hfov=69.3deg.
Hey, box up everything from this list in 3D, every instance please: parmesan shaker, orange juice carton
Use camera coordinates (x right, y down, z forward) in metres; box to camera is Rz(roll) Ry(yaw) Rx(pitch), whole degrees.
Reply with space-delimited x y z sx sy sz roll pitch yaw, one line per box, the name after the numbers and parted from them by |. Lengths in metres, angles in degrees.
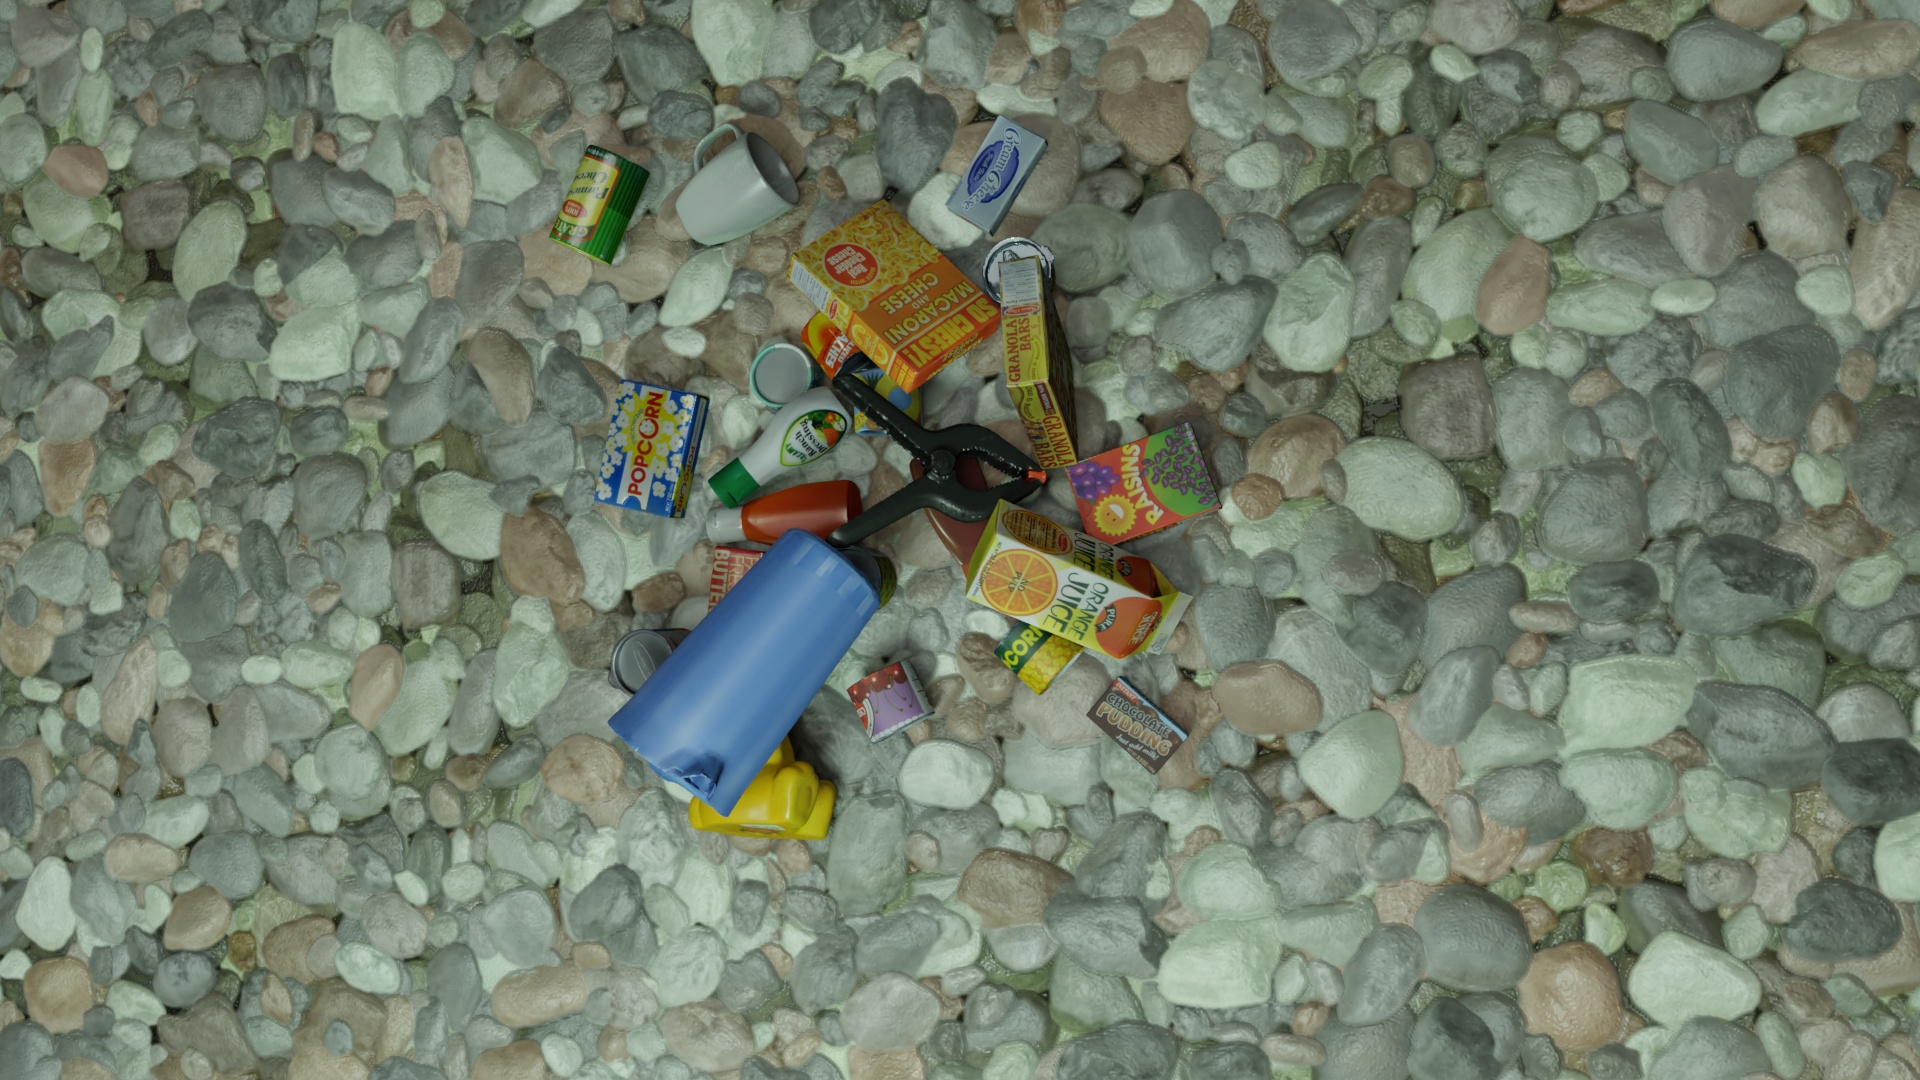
-0.365 -0.338 1.399 0.071 0.071 0.103 24 92 13 | parmesan shaker
0.107 0.042 1.246 0.193 0.073 0.071 22 118 -6 | orange juice carton

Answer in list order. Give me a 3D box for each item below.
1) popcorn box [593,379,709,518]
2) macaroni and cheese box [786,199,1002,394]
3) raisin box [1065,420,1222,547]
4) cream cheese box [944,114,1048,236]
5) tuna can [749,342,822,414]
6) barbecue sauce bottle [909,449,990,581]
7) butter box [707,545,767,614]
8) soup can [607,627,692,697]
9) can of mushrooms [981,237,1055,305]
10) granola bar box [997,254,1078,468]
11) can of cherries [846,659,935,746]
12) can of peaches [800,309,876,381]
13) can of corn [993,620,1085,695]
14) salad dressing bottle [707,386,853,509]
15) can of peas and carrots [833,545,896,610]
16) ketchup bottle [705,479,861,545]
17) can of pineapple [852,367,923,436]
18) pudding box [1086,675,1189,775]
-0.308 -0.092 1.387 0.085 0.038 0.126 12 89 12 | popcorn box
-0.061 -0.231 1.308 0.166 0.040 0.124 45 59 10 | macaroni and cheese box
0.168 -0.048 1.280 0.123 0.040 0.086 -20 84 11 | raisin box
0.035 -0.351 1.333 0.053 0.024 0.103 33 94 12 | cream cheese box
-0.173 -0.158 1.363 0.071 0.033 0.071 -1 86 12 | tuna can
0.005 -0.016 1.311 0.065 0.043 0.148 -20 84 -4 | barbecue sauce bottle
-0.219 0.059 1.366 0.053 0.024 0.103 5 89 12 | butter box
-0.293 0.119 1.349 0.071 0.084 0.071 -1 87 13 | soup can
0.058 -0.252 1.318 0.071 0.033 0.071 -1 86 13 | can of mushrooms
0.071 -0.154 1.227 0.039 0.165 0.124 -8 67 11 | granola bar box
-0.068 0.153 1.305 0.071 0.071 0.058 -29 82 10 | can of cherries
-0.112 -0.191 1.333 0.071 0.071 0.058 -38 79 8 | can of peaches
0.073 0.100 1.276 0.058 0.071 0.071 43 97 10 | can of corn
-0.174 -0.088 1.338 0.148 0.064 0.044 -37 44 -2 | salad dressing bottle
-0.100 0.040 1.324 0.071 0.059 0.071 0 88 13 | can of peas and carrots
-0.172 -0.021 1.350 0.149 0.043 0.065 -5 77 12 | ketchup bottle
-0.071 -0.132 1.322 0.071 0.071 0.058 -3 87 12 | can of pineapple
0.163 0.169 1.274 0.084 0.030 0.049 41 95 11 | pudding box
